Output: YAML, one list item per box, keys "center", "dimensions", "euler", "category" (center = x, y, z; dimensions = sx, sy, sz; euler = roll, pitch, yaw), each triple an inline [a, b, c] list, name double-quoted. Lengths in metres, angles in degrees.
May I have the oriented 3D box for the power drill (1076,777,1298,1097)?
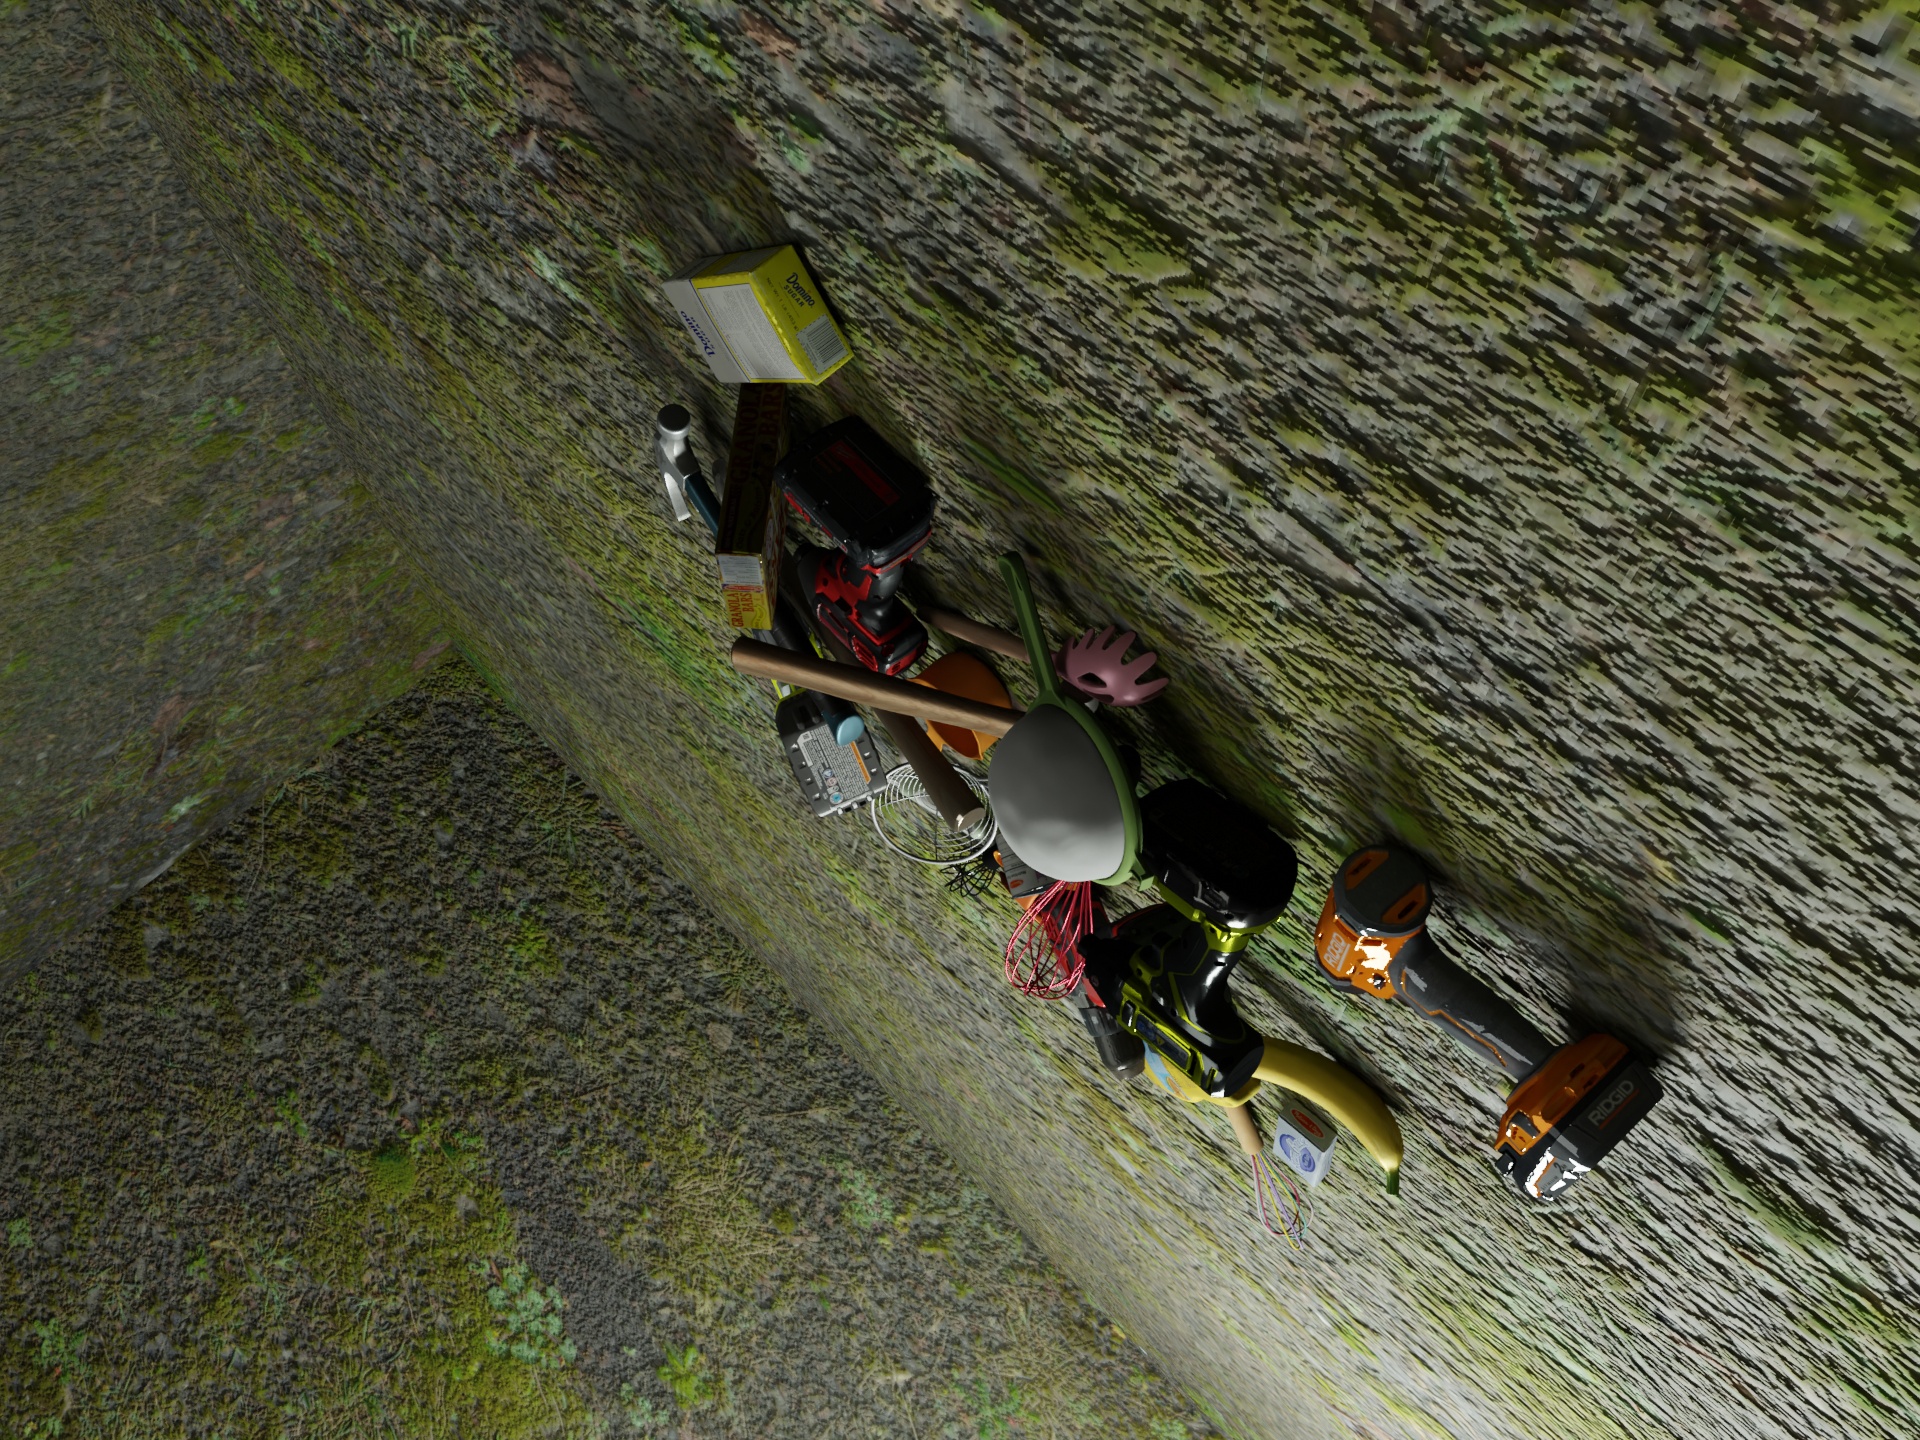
- center: [0.164, 0.161, 1.205]
  dimensions: [0.171, 0.080, 0.223]
  euler: [37, 139, 32]
  category: "power drill"

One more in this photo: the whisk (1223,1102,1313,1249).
- center: [0.303, 0.443, 1.607]
  dimensions: [0.051, 0.047, 0.244]
  euler: [4, 129, 48]
  category: "whisk"

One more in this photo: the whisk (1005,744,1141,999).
- center: [0.095, 0.132, 1.311]
  dimensions: [0.073, 0.073, 0.295]
  euler: [40, 134, 25]
  category: "whisk"

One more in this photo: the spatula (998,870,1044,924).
- center: [0.088, 0.144, 1.535]
  dimensions: [0.081, 0.041, 0.322]
  euler: [46, 157, 8]
  category: "spatula"

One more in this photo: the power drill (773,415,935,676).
- center: [-0.087, -0.135, 1.284]
  dimensions: [0.143, 0.078, 0.219]
  euler: [46, 160, 18]
  category: "power drill"

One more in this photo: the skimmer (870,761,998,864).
- center: [0.025, 0.080, 1.439]
  dimensions: [0.127, 0.090, 0.363]
  euler: [40, 163, -15]
  category: "skimmer"

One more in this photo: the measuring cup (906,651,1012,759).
- center: [-0.002, -0.004, 1.404]
  dimensions: [0.095, 0.052, 0.173]
  euler: [47, 163, 7]
  category: "measuring cup"

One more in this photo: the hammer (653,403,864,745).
- center: [-0.184, -0.123, 1.437]
  dimensions: [0.331, 0.033, 0.128]
  euler: [58, 162, 7]
  category: "hammer"

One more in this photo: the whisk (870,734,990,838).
- center: [-0.061, 0.063, 1.675]
  dimensions: [0.246, 0.059, 0.057]
  euler: [30, 126, 35]
  category: "whisk"

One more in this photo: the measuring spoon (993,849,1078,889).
- center: [0.073, 0.139, 1.496]
  dimensions: [0.117, 0.011, 0.021]
  euler: [14, 134, 49]
  category: "measuring spoon"

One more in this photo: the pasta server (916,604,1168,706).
- center: [0.049, -0.061, 1.225]
  dimensions: [0.316, 0.040, 0.060]
  euler: [25, 150, 58]
  category: "pasta server"

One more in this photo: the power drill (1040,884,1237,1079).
- center: [0.156, 0.244, 1.427]
  dimensions: [0.188, 0.080, 0.227]
  euler: [71, 161, -3]
  category: "power drill"

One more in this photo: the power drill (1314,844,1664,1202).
- center: [0.323, 0.196, 1.030]
  dimensions: [0.227, 0.084, 0.164]
  euler: [45, 162, 23]
  category: "power drill"

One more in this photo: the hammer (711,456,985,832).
- center: [-0.104, -0.069, 1.419]
  dimensions: [0.411, 0.038, 0.146]
  euler: [52, 163, 25]
  category: "hammer"

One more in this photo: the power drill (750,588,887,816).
- center: [-0.152, -0.028, 1.569]
  dimensions: [0.229, 0.080, 0.190]
  euler: [-119, 7, -56]
  category: "power drill"

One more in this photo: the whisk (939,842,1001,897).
- center: [0.030, 0.139, 1.616]
  dimensions: [0.055, 0.055, 0.239]
  euler: [49, 157, 1]
  category: "whisk"

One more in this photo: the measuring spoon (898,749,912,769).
- center: [-0.067, 0.007, 1.617]
  dimensions: [0.034, 0.018, 0.124]
  euler: [29, 152, 45]
  category: "measuring spoon"

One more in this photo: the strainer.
- center: [0.049, 0.009, 1.144]
  dimensions: [0.151, 0.069, 0.256]
  euler: [8, 117, 65]
  category: "strainer"

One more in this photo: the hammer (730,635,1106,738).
- center: [-0.039, -0.016, 1.295]
  dimensions: [0.331, 0.031, 0.129]
  euler: [15, 142, 21]
  category: "hammer"
